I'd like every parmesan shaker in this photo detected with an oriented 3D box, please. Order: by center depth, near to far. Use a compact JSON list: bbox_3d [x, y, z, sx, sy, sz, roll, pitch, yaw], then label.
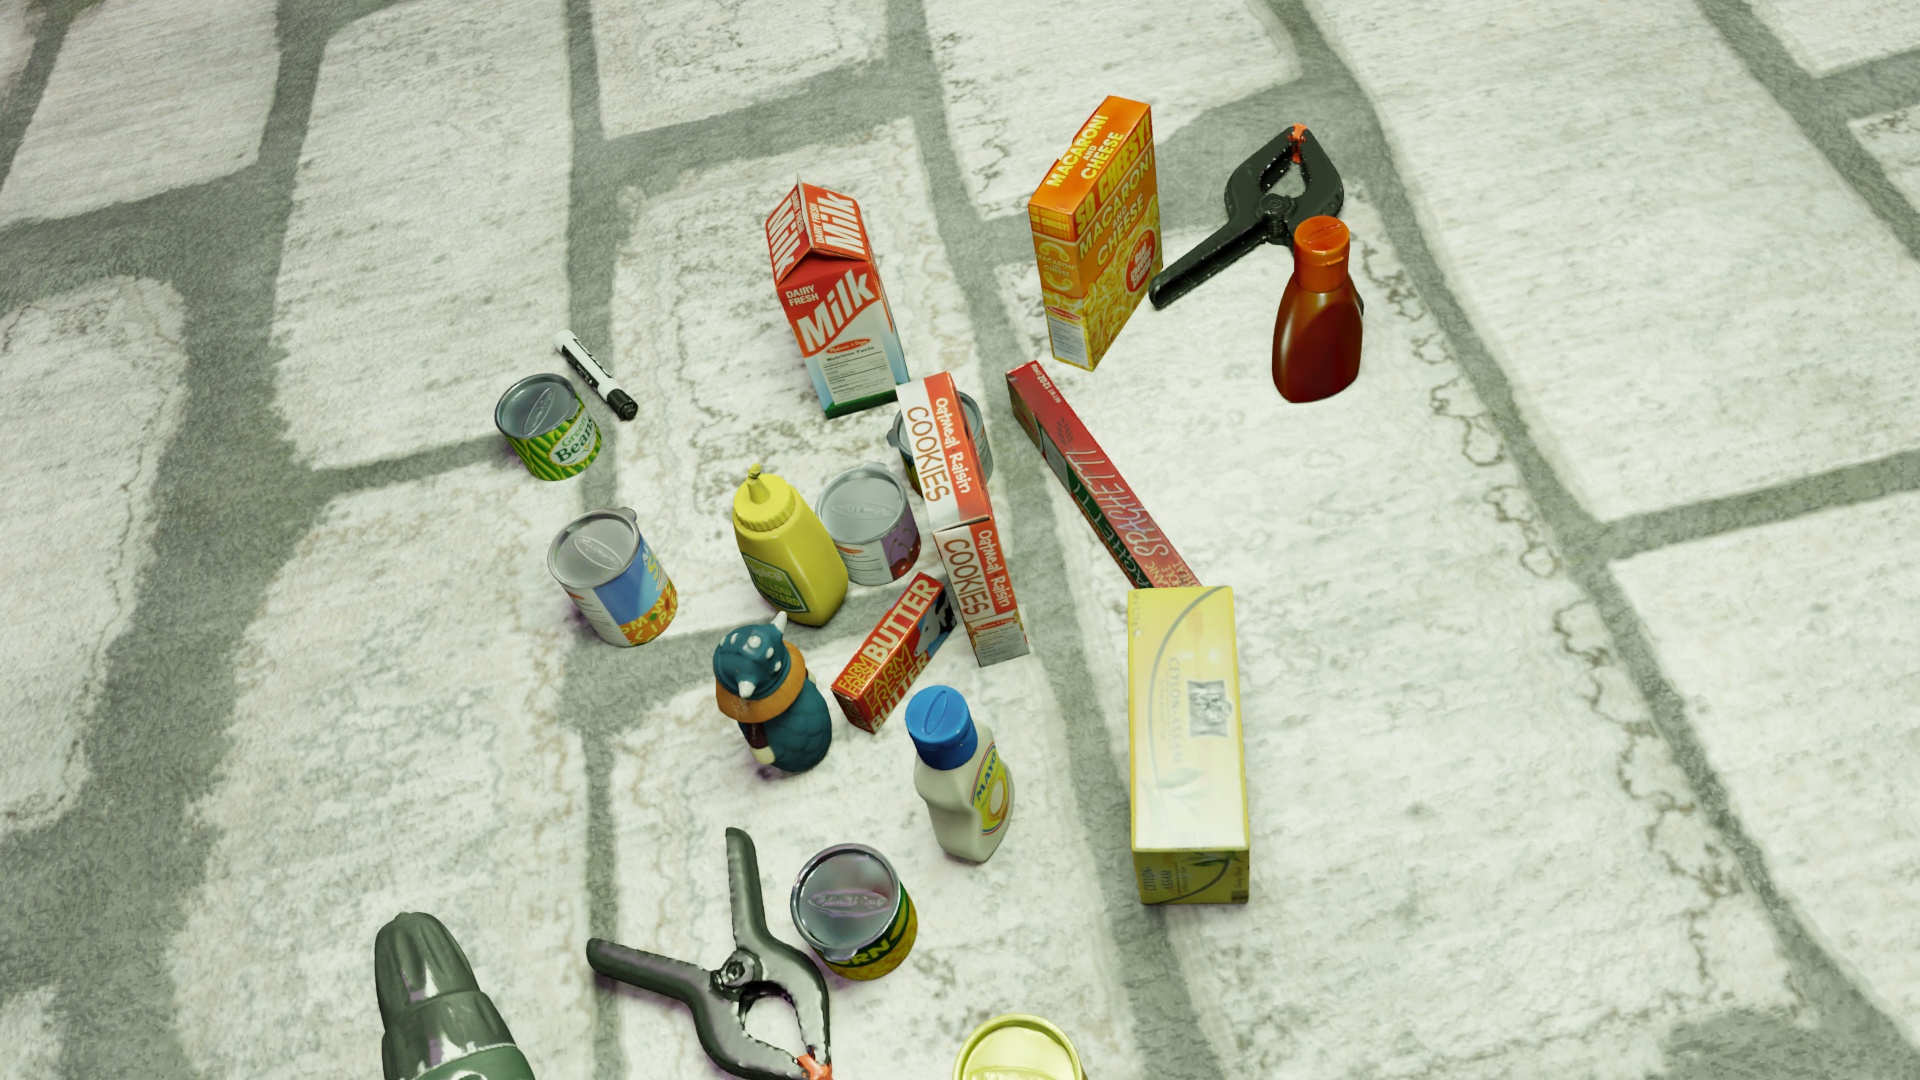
[{"bbox_3d":[0.036,0.299,0.732,0.071,0.102,0.071,-6,55,8],"label":"parmesan shaker"}]

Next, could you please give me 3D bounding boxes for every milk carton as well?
[{"bbox_3d":[-0.094,-0.184,1.040,0.073,0.189,0.072,-15,54,2],"label":"milk carton"}]

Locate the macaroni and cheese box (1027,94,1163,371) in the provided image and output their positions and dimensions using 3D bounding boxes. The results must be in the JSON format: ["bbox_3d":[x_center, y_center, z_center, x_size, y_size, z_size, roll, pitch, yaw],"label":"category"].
[{"bbox_3d":[0.104,-0.228,1.044,0.040,0.165,0.124,22,63,24],"label":"macaroni and cheese box"}]

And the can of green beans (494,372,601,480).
[{"bbox_3d":[-0.327,-0.090,1.104,0.071,0.057,0.071,-6,55,8],"label":"can of green beans"}]

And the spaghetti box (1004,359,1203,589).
[{"bbox_3d":[0.101,-0.029,0.978,0.029,0.050,0.251,-27,55,-7],"label":"spaghetti box"}]

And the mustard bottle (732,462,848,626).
[{"bbox_3d":[-0.122,-0.001,0.938,0.065,0.159,0.049,20,63,24],"label":"mustard bottle"}]

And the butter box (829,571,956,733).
[{"bbox_3d":[-0.043,0.076,0.934,0.024,0.053,0.104,26,65,26],"label":"butter box"}]

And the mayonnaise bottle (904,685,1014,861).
[{"bbox_3d":[-0.001,0.136,0.825,0.041,0.147,0.065,12,60,20],"label":"mayonnaise bottle"}]

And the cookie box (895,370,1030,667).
[{"bbox_3d":[0.003,-0.011,0.914,0.040,0.166,0.123,-16,54,1],"label":"cookie box"}]

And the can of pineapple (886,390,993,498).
[{"bbox_3d":[-0.014,-0.069,1.025,0.071,0.057,0.071,-6,55,8],"label":"can of pineapple"}]

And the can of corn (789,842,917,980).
[{"bbox_3d":[-0.063,0.225,0.831,0.071,0.058,0.071,-6,55,8],"label":"can of corn"}]

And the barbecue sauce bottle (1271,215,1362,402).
[{"bbox_3d":[0.252,-0.162,0.978,0.065,0.148,0.044,-21,54,-3],"label":"barbecue sauce bottle"}]

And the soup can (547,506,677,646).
[{"bbox_3d":[-0.244,0.026,0.991,0.071,0.083,0.072,-6,55,8],"label":"soup can"}]

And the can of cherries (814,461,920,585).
[{"bbox_3d":[-0.064,-0.012,0.995,0.071,0.058,0.072,-6,55,8],"label":"can of cherries"}]
